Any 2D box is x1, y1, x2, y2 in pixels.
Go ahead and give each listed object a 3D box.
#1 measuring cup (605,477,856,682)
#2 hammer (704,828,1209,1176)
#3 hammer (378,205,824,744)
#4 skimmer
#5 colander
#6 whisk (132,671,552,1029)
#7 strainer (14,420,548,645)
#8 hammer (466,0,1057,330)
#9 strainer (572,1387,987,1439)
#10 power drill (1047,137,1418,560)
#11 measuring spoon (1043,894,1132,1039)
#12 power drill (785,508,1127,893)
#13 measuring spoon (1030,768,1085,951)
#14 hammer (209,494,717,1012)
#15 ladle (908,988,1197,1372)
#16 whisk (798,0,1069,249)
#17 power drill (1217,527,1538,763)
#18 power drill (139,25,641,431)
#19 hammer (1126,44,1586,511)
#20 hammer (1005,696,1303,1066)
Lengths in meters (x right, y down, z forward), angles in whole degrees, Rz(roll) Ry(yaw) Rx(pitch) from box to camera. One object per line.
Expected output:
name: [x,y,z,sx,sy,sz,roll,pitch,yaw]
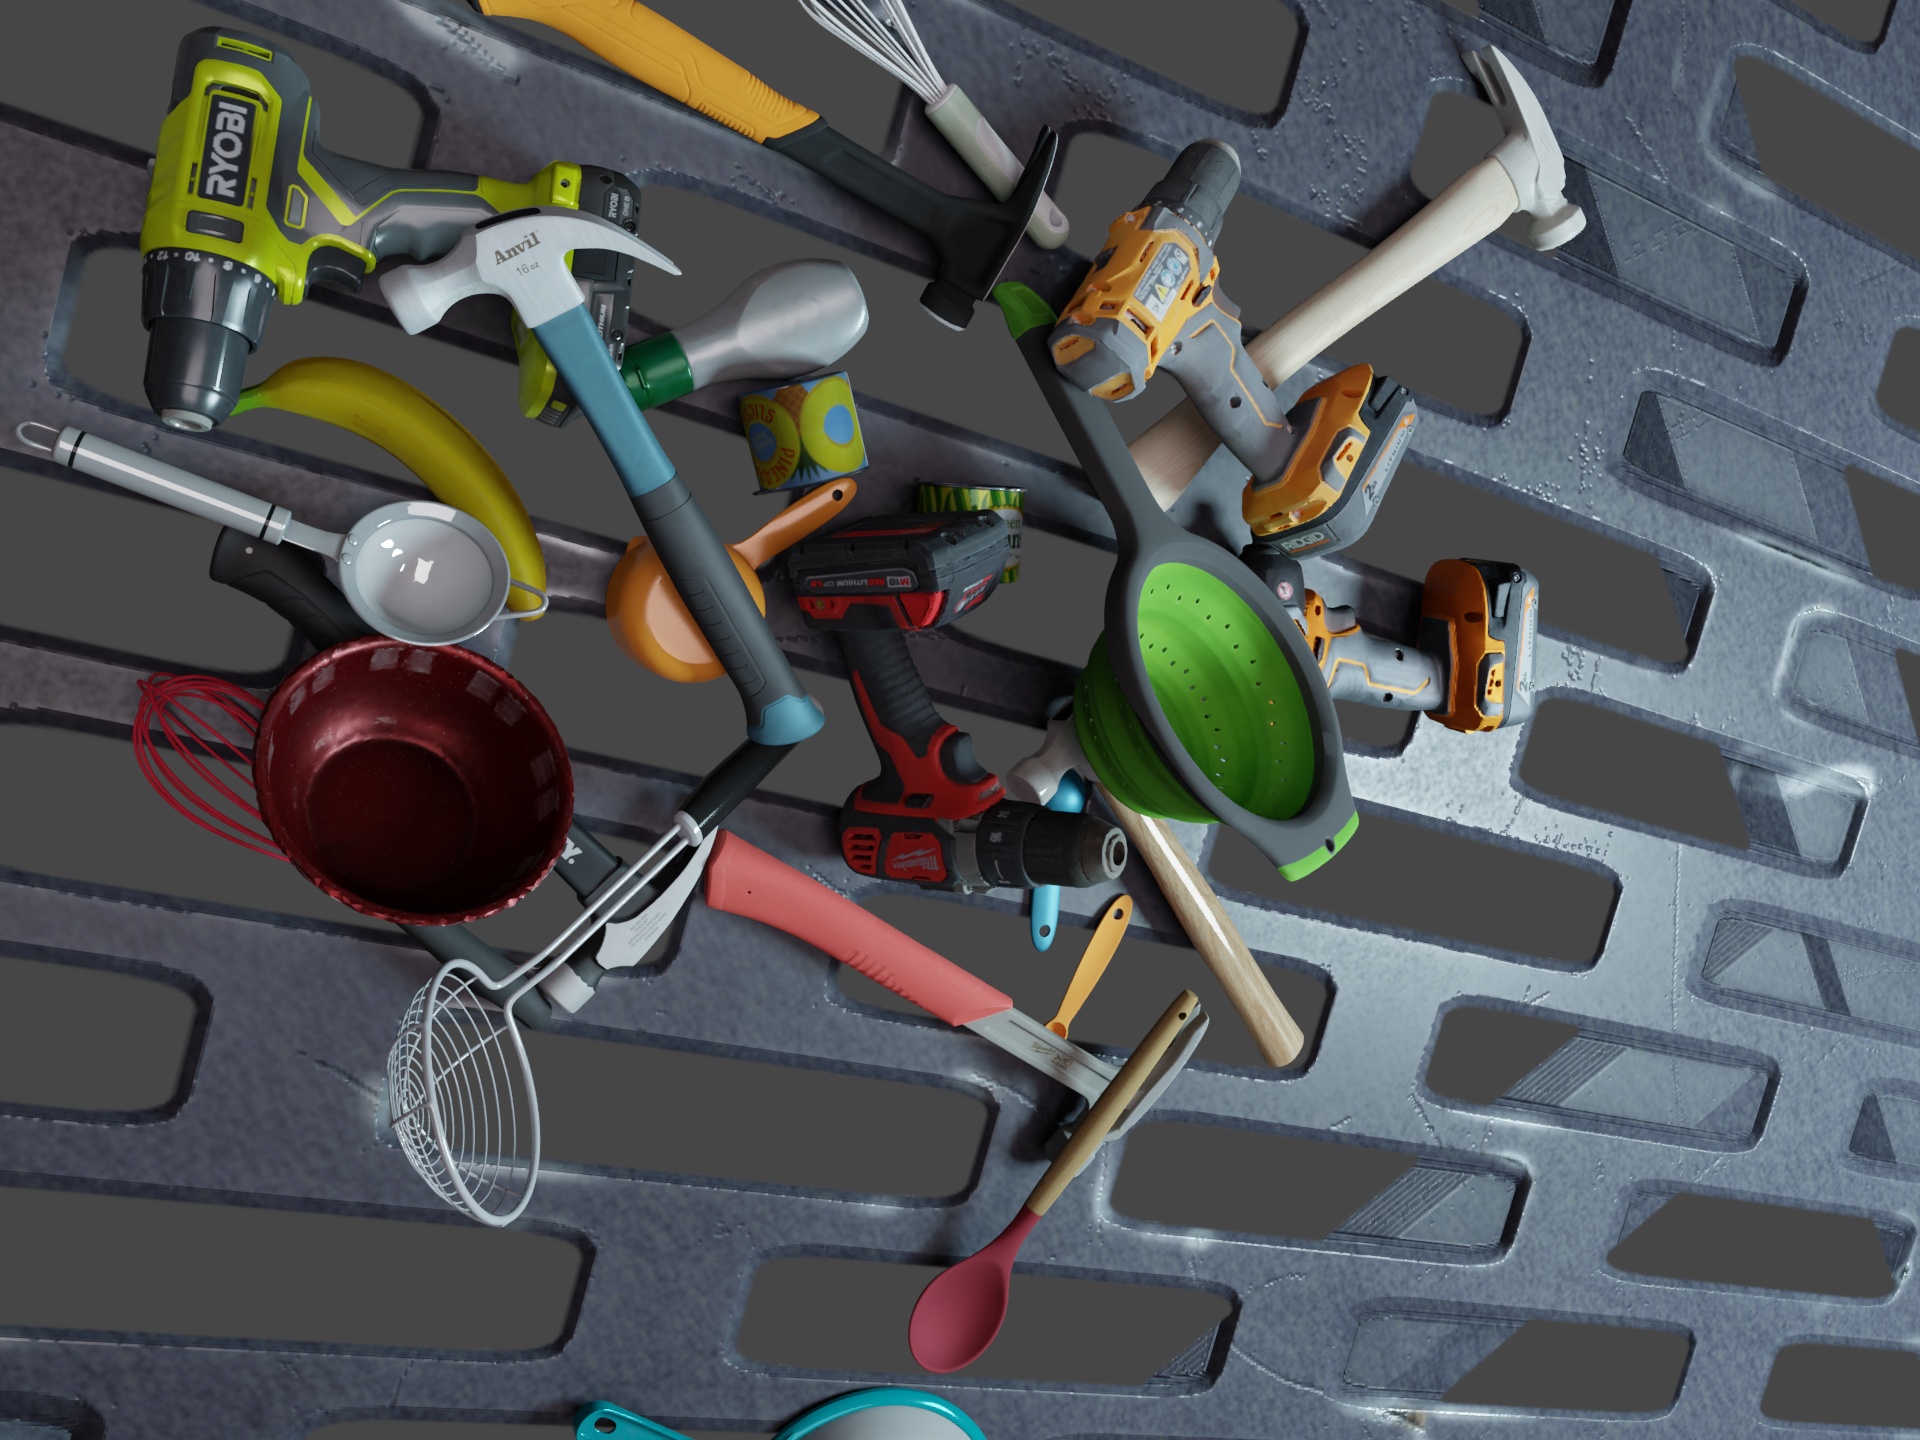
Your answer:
measuring cup: [-0.124,-0.090,0.929,0.173,0.052,0.095,-37,111,-11]
hammer: [-0.009,0.164,1.023,0.358,0.037,0.149,35,99,-23]
hammer: [-0.157,-0.113,0.834,0.128,0.033,0.330,-30,125,-5]
skimmer: [-0.164,0.102,0.848,0.363,0.090,0.127,-48,134,-38]
colander: [0.098,-0.077,0.978,0.204,0.094,0.397,-25,86,-51]
whisk: [-0.331,0.080,0.870,0.073,0.073,0.295,-46,118,-9]
strainer: [-0.340,-0.097,0.810,0.258,0.050,0.087,22,57,-23]
hammer: [-0.110,-0.347,0.883,0.336,0.034,0.127,23,114,-22]
strainer: [-0.100,0.530,1.030,0.340,0.095,0.211,37,84,-26]
power drill: [0.177,-0.231,0.977,0.226,0.084,0.185,37,67,-20]
measuring spoon: [0.086,0.171,1.093,0.021,0.011,0.117,32,83,-24]
power drill: [-0.001,-0.003,0.924,0.080,0.188,0.226,-32,117,-50]
measuring spoon: [0.063,0.093,1.059,0.042,0.021,0.128,2,97,-23]
hammer: [-0.279,0.007,0.891,0.146,0.035,0.334,-45,113,-9]
ladle: [0.063,0.306,1.064,0.069,0.031,0.315,30,100,-25]
whisk: [-0.016,-0.370,0.930,0.246,0.059,0.058,43,54,-28]
power drill: [0.282,-0.060,1.096,0.226,0.084,0.164,-6,101,-18]
power drill: [-0.289,-0.224,0.804,0.228,0.080,0.191,8,80,-24]
hammer: [0.245,-0.282,1.063,0.410,0.038,0.146,-39,111,-12]
hammer: [0.156,0.114,1.089,0.130,0.031,0.331,-46,118,-24]
